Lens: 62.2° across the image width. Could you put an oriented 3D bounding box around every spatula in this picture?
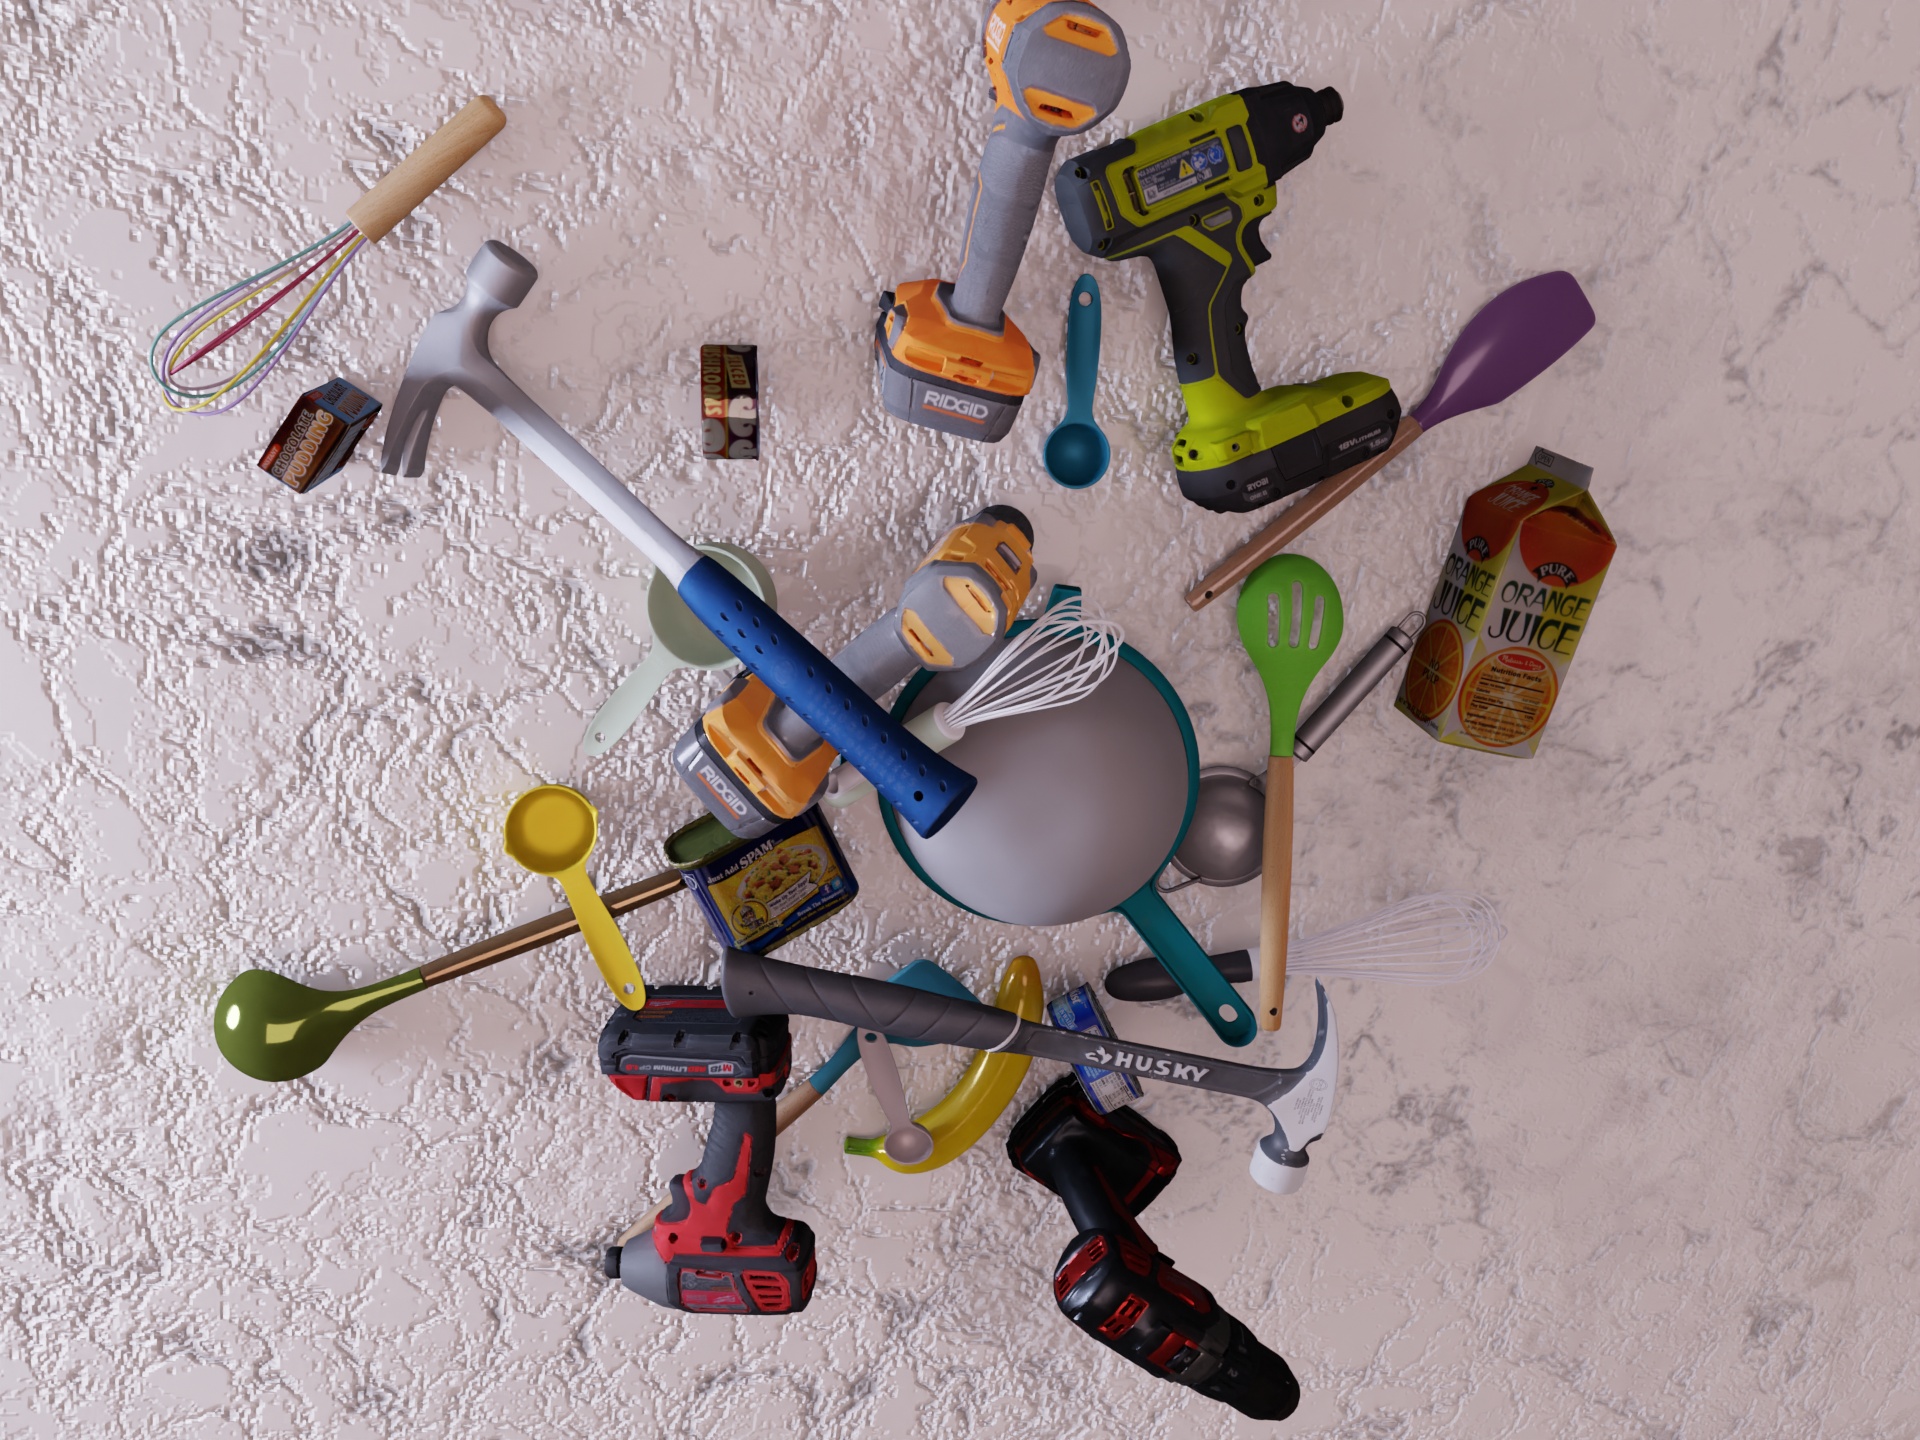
[{"bbox_3d":[0.269,-0.175,1.015,0.316,0.018,0.059,-39,109,4],"label":"spatula"},{"bbox_3d":[-0.118,0.273,1.095,0.317,0.044,0.082,-41,117,7],"label":"spatula"}]

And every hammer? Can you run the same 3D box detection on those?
[{"bbox_3d":[-0.155,-0.082,0.862,0.406,0.035,0.144,42,106,12],"label":"hammer"},{"bbox_3d":[0.047,0.199,1.012,0.409,0.036,0.149,13,109,-8],"label":"hammer"}]

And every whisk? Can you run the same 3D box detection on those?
[{"bbox_3d":[-0.001,-0.003,0.928,0.059,0.058,0.246,11,148,-44],"label":"whisk"},{"bbox_3d":[0.241,0.165,1.113,0.284,0.070,0.070,-8,111,-2],"label":"whisk"},{"bbox_3d":[-0.347,-0.257,0.869,0.245,0.047,0.051,-41,123,1],"label":"whisk"}]

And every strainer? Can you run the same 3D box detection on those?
[{"bbox_3d":[0.089,0.097,1.011,0.211,0.095,0.340,-37,102,11],"label":"strainer"},{"bbox_3d":[0.222,0.024,1.069,0.087,0.050,0.258,41,95,-6],"label":"strainer"}]

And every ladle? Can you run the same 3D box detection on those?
[{"bbox_3d":[-0.319,0.150,1.024,0.320,0.062,0.078,-21,110,-9],"label":"ladle"}]

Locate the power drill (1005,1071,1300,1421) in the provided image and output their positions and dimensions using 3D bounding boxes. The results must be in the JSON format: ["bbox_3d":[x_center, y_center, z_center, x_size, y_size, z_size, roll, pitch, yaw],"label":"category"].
[{"bbox_3d":[0.128,0.357,1.068,0.187,0.227,0.080,38,100,-19],"label":"power drill"}]

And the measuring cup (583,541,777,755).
[{"bbox_3d":[-0.176,-0.040,0.977,0.083,0.038,0.167,43,112,-1],"label":"measuring cup"}]

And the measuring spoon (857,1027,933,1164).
[{"bbox_3d":[-0.047,0.249,1.078,0.034,0.018,0.124,-13,114,6],"label":"measuring spoon"}]

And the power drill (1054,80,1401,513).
[{"bbox_3d":[0.172,-0.251,0.941,0.171,0.080,0.223,-24,109,-5],"label":"power drill"}]

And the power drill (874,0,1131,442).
[{"bbox_3d":[0.020,-0.286,0.872,0.084,0.164,0.226,13,119,-14],"label":"power drill"}]

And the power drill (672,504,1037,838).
[{"bbox_3d":[-0.049,-0.042,0.944,0.226,0.185,0.084,-36,101,23],"label":"power drill"}]

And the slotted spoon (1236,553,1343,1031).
[{"bbox_3d":[0.210,0.049,1.037,0.070,0.031,0.314,1,95,-2],"label":"slotted spoon"}]

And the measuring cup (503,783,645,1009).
[{"bbox_3d":[-0.237,0.112,1.009,0.062,0.029,0.156,-25,100,-7],"label":"measuring cup"}]

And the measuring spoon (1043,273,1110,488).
[{"bbox_3d":[0.072,-0.207,0.974,0.042,0.021,0.128,1,100,-9],"label":"measuring spoon"}]

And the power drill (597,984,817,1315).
[{"bbox_3d":[-0.173,0.291,1.053,0.143,0.078,0.219,-1,105,7],"label":"power drill"}]
